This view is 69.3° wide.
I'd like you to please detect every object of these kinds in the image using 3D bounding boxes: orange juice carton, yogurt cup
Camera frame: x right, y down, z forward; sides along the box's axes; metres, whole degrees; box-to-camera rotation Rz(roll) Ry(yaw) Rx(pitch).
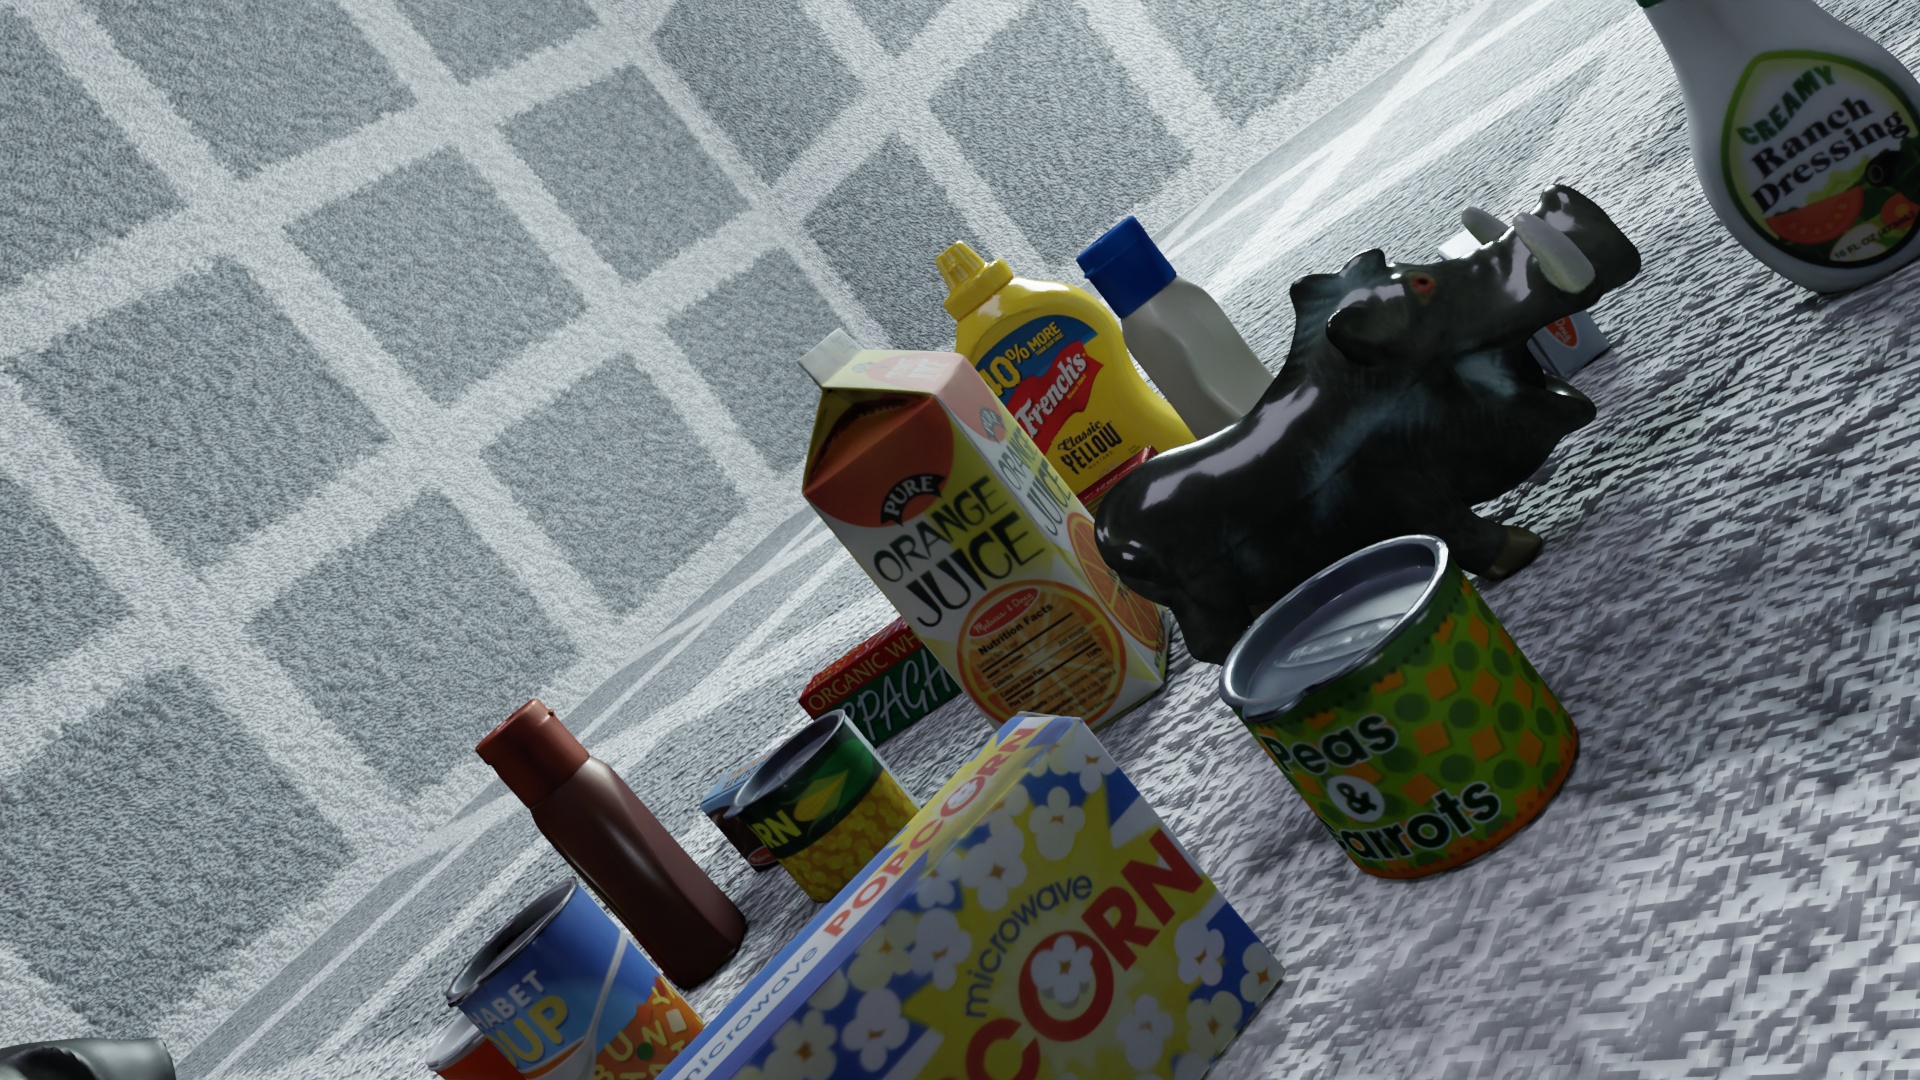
[{"bbox_3d":[0.002,-0.007,0.580,0.073,0.192,0.072,-36,9,20],"label":"orange juice carton"},{"bbox_3d":[-0.202,0.234,0.642,0.072,0.054,0.072,-38,9,7],"label":"yogurt cup"}]

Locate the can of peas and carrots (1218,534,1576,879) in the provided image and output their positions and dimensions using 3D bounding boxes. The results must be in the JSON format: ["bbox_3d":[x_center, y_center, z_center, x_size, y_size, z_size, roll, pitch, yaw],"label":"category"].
[{"bbox_3d":[0.107,0.042,0.345,0.071,0.058,0.071,-38,9,7],"label":"can of peas and carrots"}]

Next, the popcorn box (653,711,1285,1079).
[{"bbox_3d":[0.004,0.113,0.321,0.127,0.085,0.038,-43,9,-23],"label":"popcorn box"}]

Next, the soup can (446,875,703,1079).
[{"bbox_3d":[-0.159,0.194,0.572,0.071,0.083,0.071,-38,9,7],"label":"soup can"}]

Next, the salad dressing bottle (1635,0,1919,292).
[{"bbox_3d":[0.250,-0.149,0.436,0.064,0.147,0.044,-34,10,30],"label":"salad dressing bottle"}]

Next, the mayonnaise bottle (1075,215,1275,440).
[{"bbox_3d":[0.117,-0.093,0.695,0.041,0.148,0.064,-41,9,-16],"label":"mayonnaise bottle"}]

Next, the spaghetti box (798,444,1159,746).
[{"bbox_3d":[0.016,0.040,0.751,0.249,0.050,0.029,-35,9,22],"label":"spaghetti box"}]

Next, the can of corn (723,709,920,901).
[{"bbox_3d":[-0.062,0.122,0.628,0.071,0.058,0.071,-38,9,7],"label":"can of corn"}]

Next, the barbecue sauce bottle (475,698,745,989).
[{"bbox_3d":[-0.164,0.140,0.652,0.044,0.148,0.065,-40,9,-10],"label":"barbecue sauce bottle"}]

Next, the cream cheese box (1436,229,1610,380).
[{"bbox_3d":[0.233,-0.103,0.582,0.024,0.053,0.104,-36,9,17],"label":"cream cheese box"}]

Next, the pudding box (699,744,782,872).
[{"bbox_3d":[-0.089,0.133,0.710,0.083,0.049,0.030,-32,11,38],"label":"pudding box"}]
